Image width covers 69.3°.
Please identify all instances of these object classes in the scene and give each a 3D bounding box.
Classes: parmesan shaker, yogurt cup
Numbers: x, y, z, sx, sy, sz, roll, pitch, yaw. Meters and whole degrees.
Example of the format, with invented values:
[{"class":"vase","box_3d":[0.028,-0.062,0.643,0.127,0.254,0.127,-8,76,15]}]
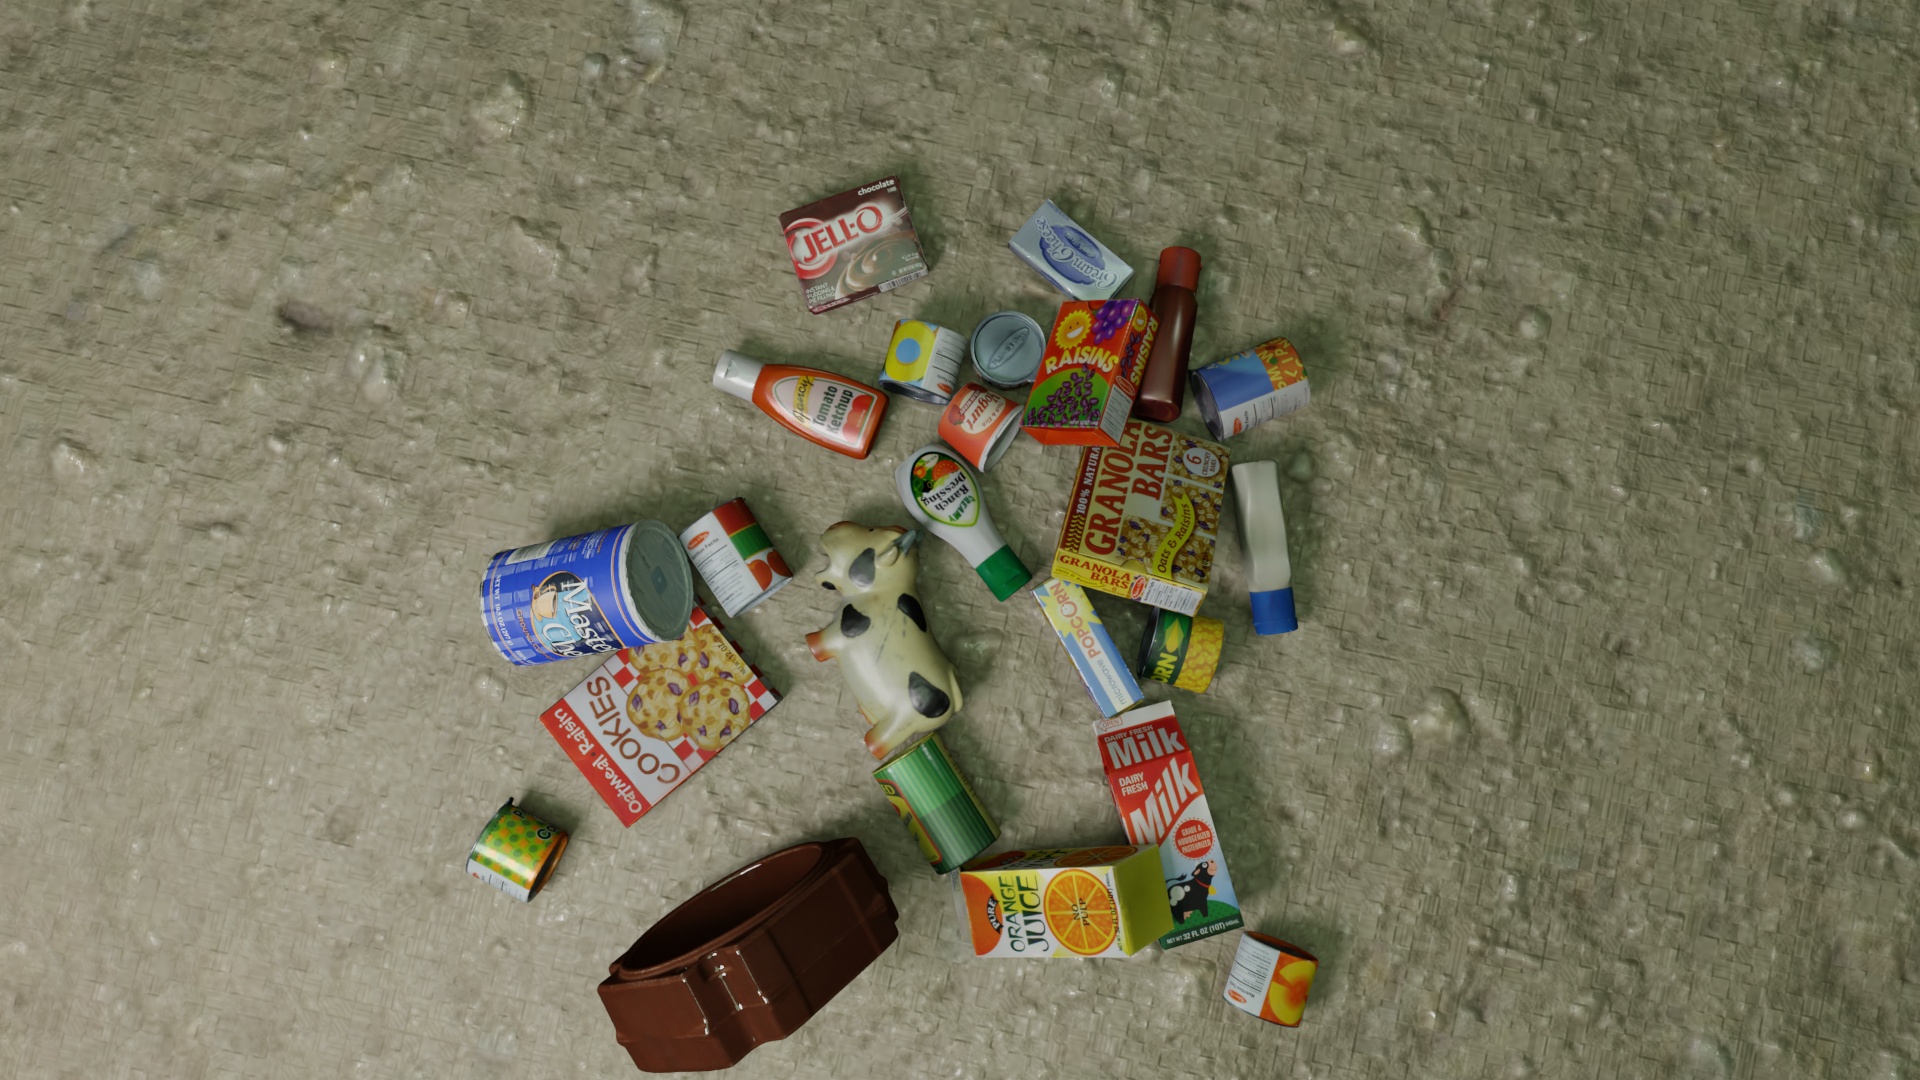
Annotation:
[{"class":"parmesan shaker","box_3d":[-0.020,0.222,1.173,0.071,0.071,0.103,-33,87,-1]},{"class":"yogurt cup","box_3d":[0.017,-0.101,1.200,0.054,0.072,0.072,34,87,10]}]

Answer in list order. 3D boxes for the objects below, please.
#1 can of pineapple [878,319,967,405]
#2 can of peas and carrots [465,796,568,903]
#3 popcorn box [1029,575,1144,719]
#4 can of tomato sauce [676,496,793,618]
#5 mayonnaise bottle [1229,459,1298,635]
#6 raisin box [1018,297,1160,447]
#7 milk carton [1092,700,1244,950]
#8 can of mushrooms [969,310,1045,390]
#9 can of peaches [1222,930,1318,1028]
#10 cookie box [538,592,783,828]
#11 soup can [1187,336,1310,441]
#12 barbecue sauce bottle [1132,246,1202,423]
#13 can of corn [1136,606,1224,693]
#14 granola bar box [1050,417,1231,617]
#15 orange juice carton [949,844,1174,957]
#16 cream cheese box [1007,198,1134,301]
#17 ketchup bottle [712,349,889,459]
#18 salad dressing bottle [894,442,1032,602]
[{"class":"can of pineapple","box_3d":[-0.034,-0.154,1.203,0.071,0.071,0.058,16,86,2]},{"class":"can of peas and carrots","box_3d":[-0.373,0.262,1.176,0.059,0.071,0.071,28,87,1]},{"class":"popcorn box","box_3d":[0.106,0.087,1.174,0.038,0.085,0.126,-30,87,0]},{"class":"can of tomato sauce","box_3d":[-0.192,0.014,1.193,0.071,0.071,0.083,-34,87,-2]},{"class":"mayonnaise bottle","box_3d":[0.261,0.005,1.192,0.041,0.065,0.148,-9,90,3]},{"class":"raisin box","box_3d":[0.109,-0.143,1.176,0.086,0.040,0.123,5,69,44]},{"class":"milk carton","box_3d":[0.171,0.235,1.169,0.072,0.073,0.190,-16,86,0]},{"class":"can of mushrooms","box_3d":[0.043,-0.164,1.218,0.071,0.033,0.071,0,85,0]},{"class":"can of peaches","box_3d":[0.262,0.367,1.165,0.071,0.071,0.058,18,86,2]},{"class":"cookie box","box_3d":[-0.257,0.144,1.196,0.167,0.040,0.123,-40,87,-2]},{"class":"soup can","box_3d":[0.249,-0.134,1.199,0.084,0.071,0.071,-22,86,-1]},{"class":"barbecue sauce bottle","box_3d":[0.181,-0.181,1.206,0.044,0.064,0.149,9,78,9]},{"class":"can of corn","box_3d":[0.187,0.094,1.182,0.058,0.071,0.071,15,87,1]},{"class":"granola bar box","box_3d":[0.153,-0.027,1.161,0.124,0.038,0.166,16,51,2]},{"class":"orange juice carton","box_3d":[0.070,0.297,1.143,0.192,0.073,0.072,-13,86,37]},{"class":"cream cheese box","box_3d":[0.098,-0.249,1.228,0.104,0.024,0.053,40,88,3]},{"class":"ketchup bottle","box_3d":[-0.141,-0.124,1.212,0.149,0.043,0.065,21,87,2]},{"class":"salad dressing bottle","box_3d":[0.004,-0.015,1.202,0.064,0.044,0.147,-37,87,-13]}]
